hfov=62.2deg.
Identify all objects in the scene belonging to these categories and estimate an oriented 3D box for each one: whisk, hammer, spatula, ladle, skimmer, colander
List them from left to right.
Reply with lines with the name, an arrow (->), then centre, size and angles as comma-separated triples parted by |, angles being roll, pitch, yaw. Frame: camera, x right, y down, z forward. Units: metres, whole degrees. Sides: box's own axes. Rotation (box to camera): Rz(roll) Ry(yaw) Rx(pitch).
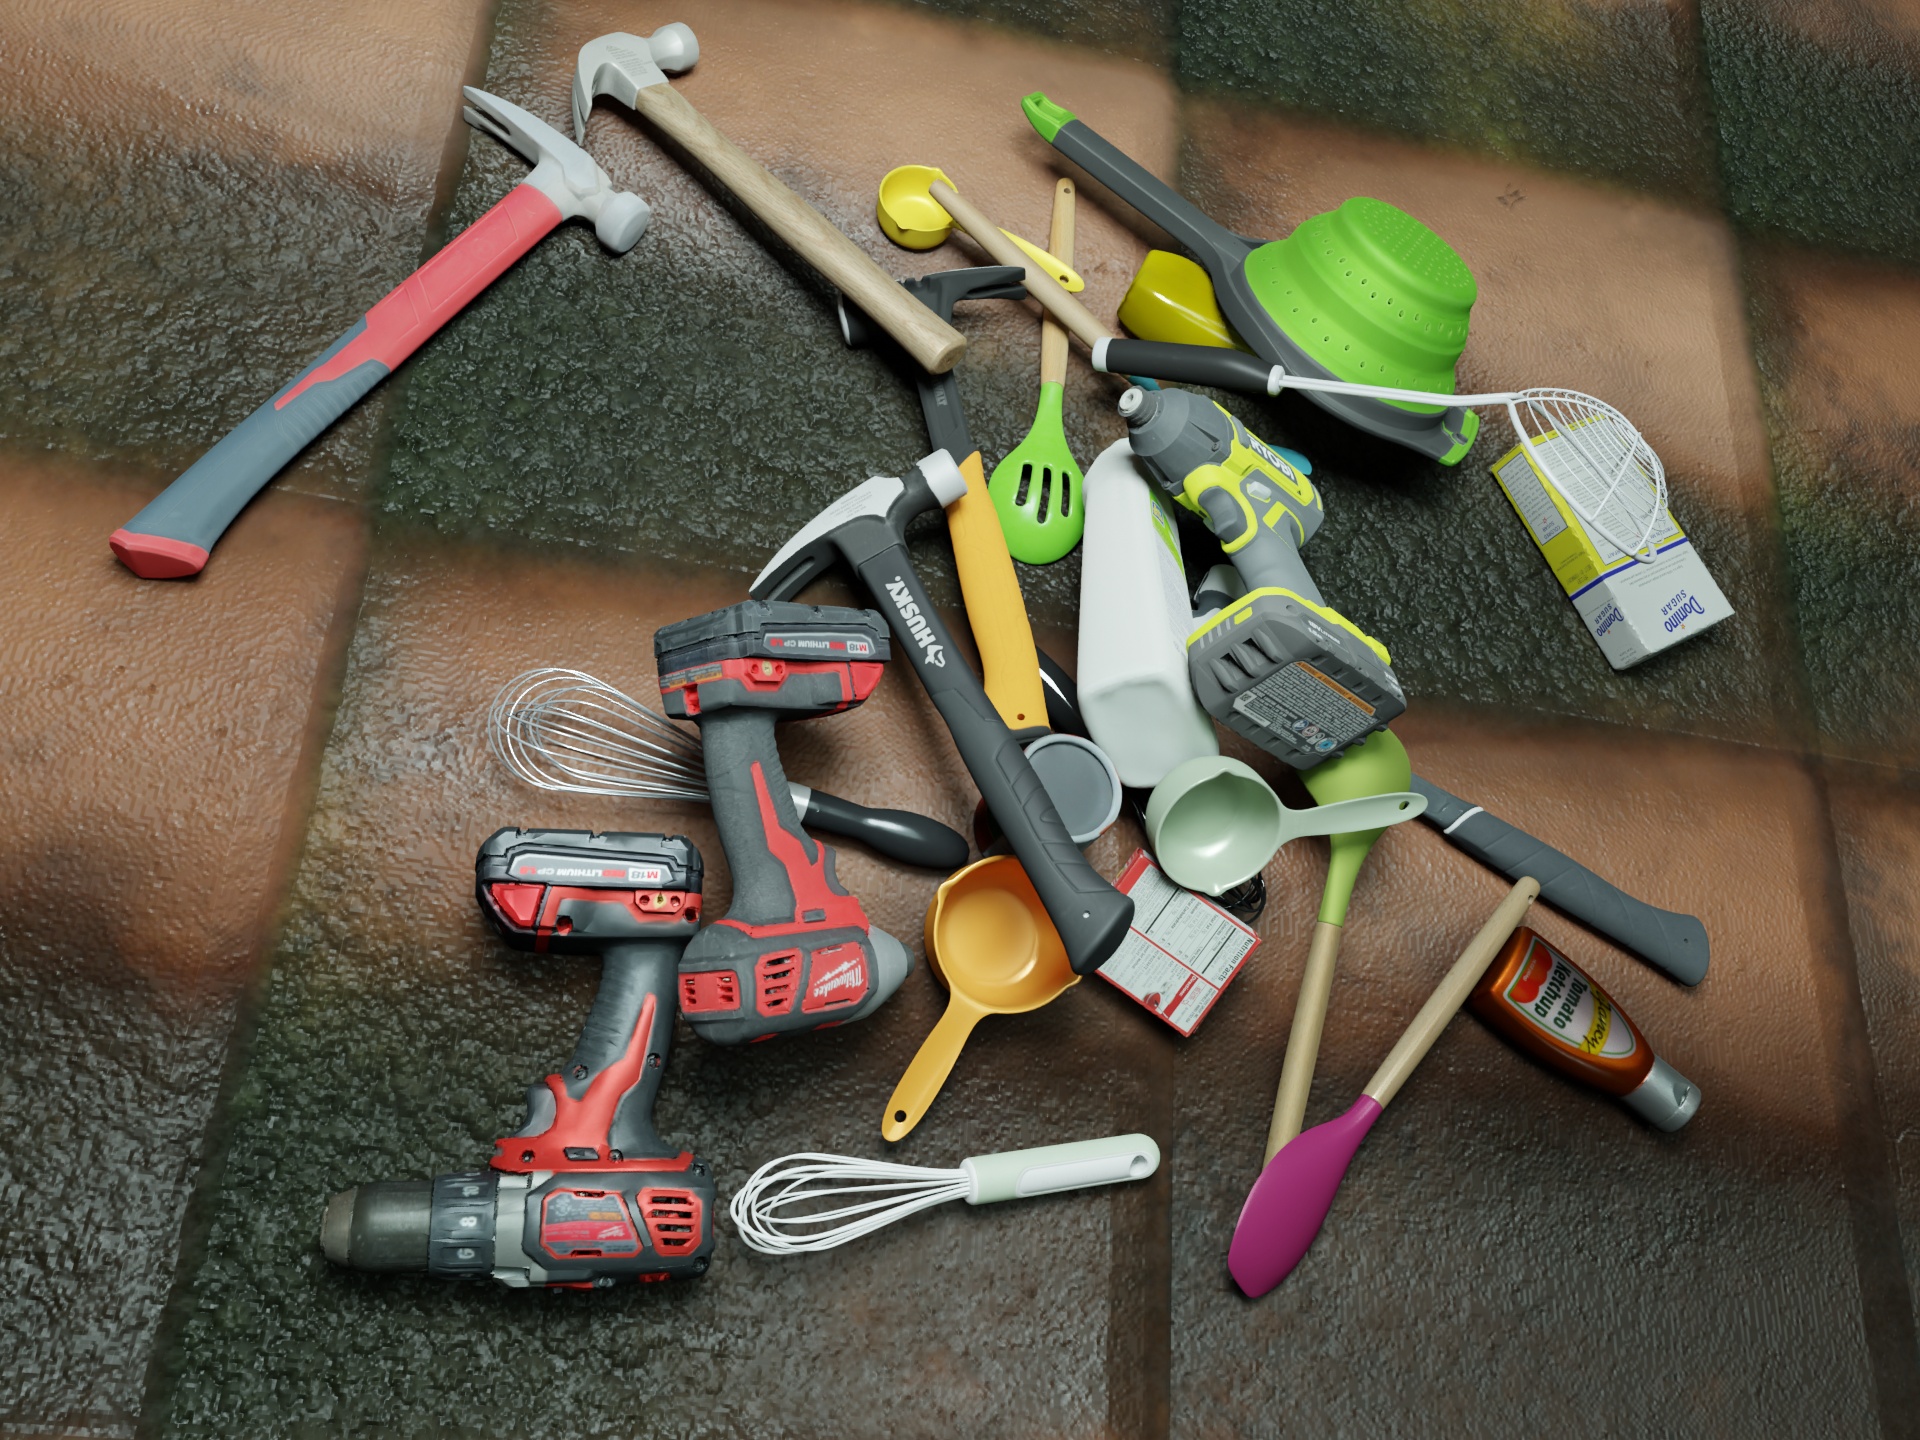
hammer -> -0.363, -0.235, 0.955 | 0.143, 0.038, 0.386 | 36, 64, 2
whisk -> -0.127, 0.038, 0.906 | 0.284, 0.070, 0.070 | 18, 65, -14
hammer -> -0.125, -0.337, 1.032 | 0.331, 0.031, 0.130 | 44, 50, 12
whisk -> -0.003, 0.250, 0.858 | 0.246, 0.059, 0.057 | -2, 107, -21
hammer -> -0.001, -0.003, 0.893 | 0.146, 0.035, 0.335 | -29, 60, 0
hammer -> 0.013, -0.139, 1.003 | 0.127, 0.034, 0.337 | -11, 69, -3
spatula -> 0.106, -0.262, 1.077 | 0.317, 0.044, 0.082 | 41, 20, -5
whisk -> 0.100, 0.031, 0.978 | 0.055, 0.055, 0.239 | -38, 78, -25
colander -> 0.218, -0.339, 1.093 | 0.397, 0.094, 0.204 | 38, 38, 3
ladle -> 0.208, 0.147, 0.946 | 0.078, 0.062, 0.320 | 17, 79, -14
skimmer -> 0.252, -0.175, 0.992 | 0.363, 0.090, 0.127 | 13, 25, 21
hammer -> 0.308, 0.059, 1.030 | 0.409, 0.036, 0.149 | 30, 65, -3

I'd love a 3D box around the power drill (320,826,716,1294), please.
power drill -> -0.218, 0.173, 0.812 | 0.188, 0.080, 0.227 | 3, 71, -14

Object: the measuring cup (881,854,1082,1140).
measuring cup -> 0.001, 0.157, 0.897 | 0.095, 0.052, 0.174 | 33, 78, -6

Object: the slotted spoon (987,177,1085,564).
slotted spoon -> 0.062, -0.250, 1.090 | 0.070, 0.031, 0.314 | 10, 65, -10

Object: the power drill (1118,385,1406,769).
power drill -> 0.170, -0.095, 0.945 | 0.171, 0.080, 0.223 | 27, 38, -38

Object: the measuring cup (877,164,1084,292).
measuring cup -> 0.013, -0.330, 1.105 | 0.156, 0.029, 0.062 | 28, 64, -3

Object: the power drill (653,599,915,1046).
power drill -> -0.086, 0.054, 0.839 | 0.143, 0.078, 0.220 | 1, 80, -48

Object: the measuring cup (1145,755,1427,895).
measuring cup -> 0.186, 0.051, 0.919 | 0.167, 0.083, 0.038 | -6, 26, -12

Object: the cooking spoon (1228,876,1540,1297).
cooking spoon -> 0.257, 0.207, 0.940 | 0.319, 0.017, 0.068 | -46, 119, -23
